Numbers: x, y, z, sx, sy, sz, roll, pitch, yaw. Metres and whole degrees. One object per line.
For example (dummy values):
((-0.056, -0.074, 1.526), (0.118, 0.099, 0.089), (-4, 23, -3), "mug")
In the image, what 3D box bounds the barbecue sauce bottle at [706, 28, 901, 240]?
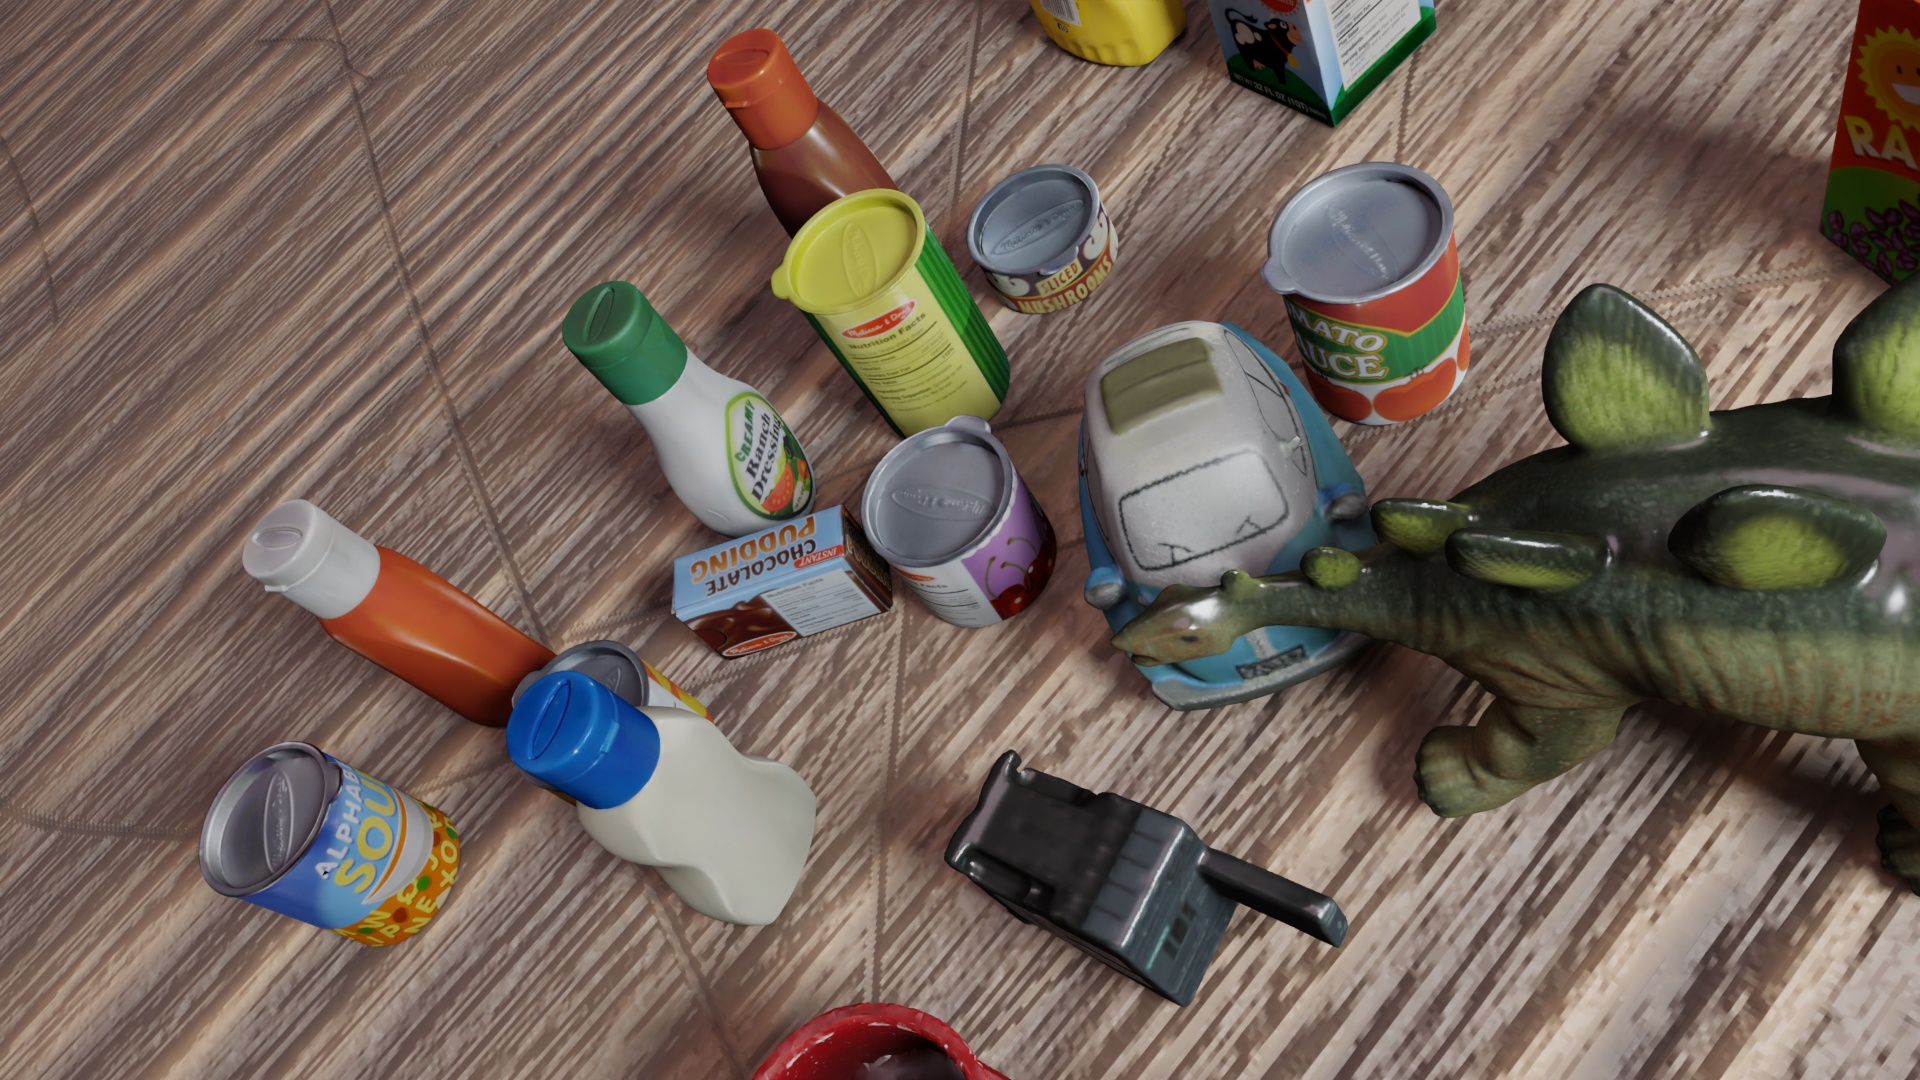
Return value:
((-0.066, -0.171, 0.652), (0.065, 0.148, 0.044), (9, 65, 29), "barbecue sauce bottle")

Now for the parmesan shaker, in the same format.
((-0.028, -0.095, 0.616), (0.071, 0.102, 0.071), (-12, 57, 19), "parmesan shaker")

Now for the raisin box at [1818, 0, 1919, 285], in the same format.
((0.336, -0.129, 0.454), (0.040, 0.123, 0.086), (-32, 52, 4), "raisin box")

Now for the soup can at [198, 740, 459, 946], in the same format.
((-0.267, 0.132, 0.599), (0.071, 0.083, 0.071), (-12, 57, 19), "soup can")

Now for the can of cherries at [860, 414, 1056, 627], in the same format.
((0.002, -0.007, 0.575), (0.071, 0.058, 0.072), (-12, 56, 19), "can of cherries")

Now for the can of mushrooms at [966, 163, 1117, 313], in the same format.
((0.040, -0.141, 0.656), (0.071, 0.033, 0.071), (-12, 56, 18), "can of mushrooms")

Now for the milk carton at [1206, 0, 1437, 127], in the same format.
((0.143, -0.280, 0.595), (0.073, 0.190, 0.072), (-44, 53, -5), "milk carton")

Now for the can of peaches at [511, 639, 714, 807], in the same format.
((-0.147, 0.083, 0.590), (0.071, 0.058, 0.071), (-12, 56, 19), "can of peaches")

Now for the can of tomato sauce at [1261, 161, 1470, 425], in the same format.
((0.159, -0.092, 0.539), (0.071, 0.083, 0.071), (-12, 57, 19), "can of tomato sauce")

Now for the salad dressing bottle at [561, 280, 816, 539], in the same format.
((-0.115, -0.053, 0.602), (0.044, 0.147, 0.064), (-2, 60, 24), "salad dressing bottle")

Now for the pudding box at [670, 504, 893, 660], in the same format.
((-0.077, 0.019, 0.602), (0.083, 0.049, 0.030), (-18, 55, 14), "pudding box")

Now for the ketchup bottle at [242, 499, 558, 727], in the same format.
((-0.242, 0.035, 0.607), (0.064, 0.148, 0.044), (0, 61, 26), "ketchup bottle")

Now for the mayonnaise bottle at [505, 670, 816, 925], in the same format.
((-0.105, 0.093, 0.507), (0.041, 0.147, 0.065), (5, 63, 28), "mayonnaise bottle")
